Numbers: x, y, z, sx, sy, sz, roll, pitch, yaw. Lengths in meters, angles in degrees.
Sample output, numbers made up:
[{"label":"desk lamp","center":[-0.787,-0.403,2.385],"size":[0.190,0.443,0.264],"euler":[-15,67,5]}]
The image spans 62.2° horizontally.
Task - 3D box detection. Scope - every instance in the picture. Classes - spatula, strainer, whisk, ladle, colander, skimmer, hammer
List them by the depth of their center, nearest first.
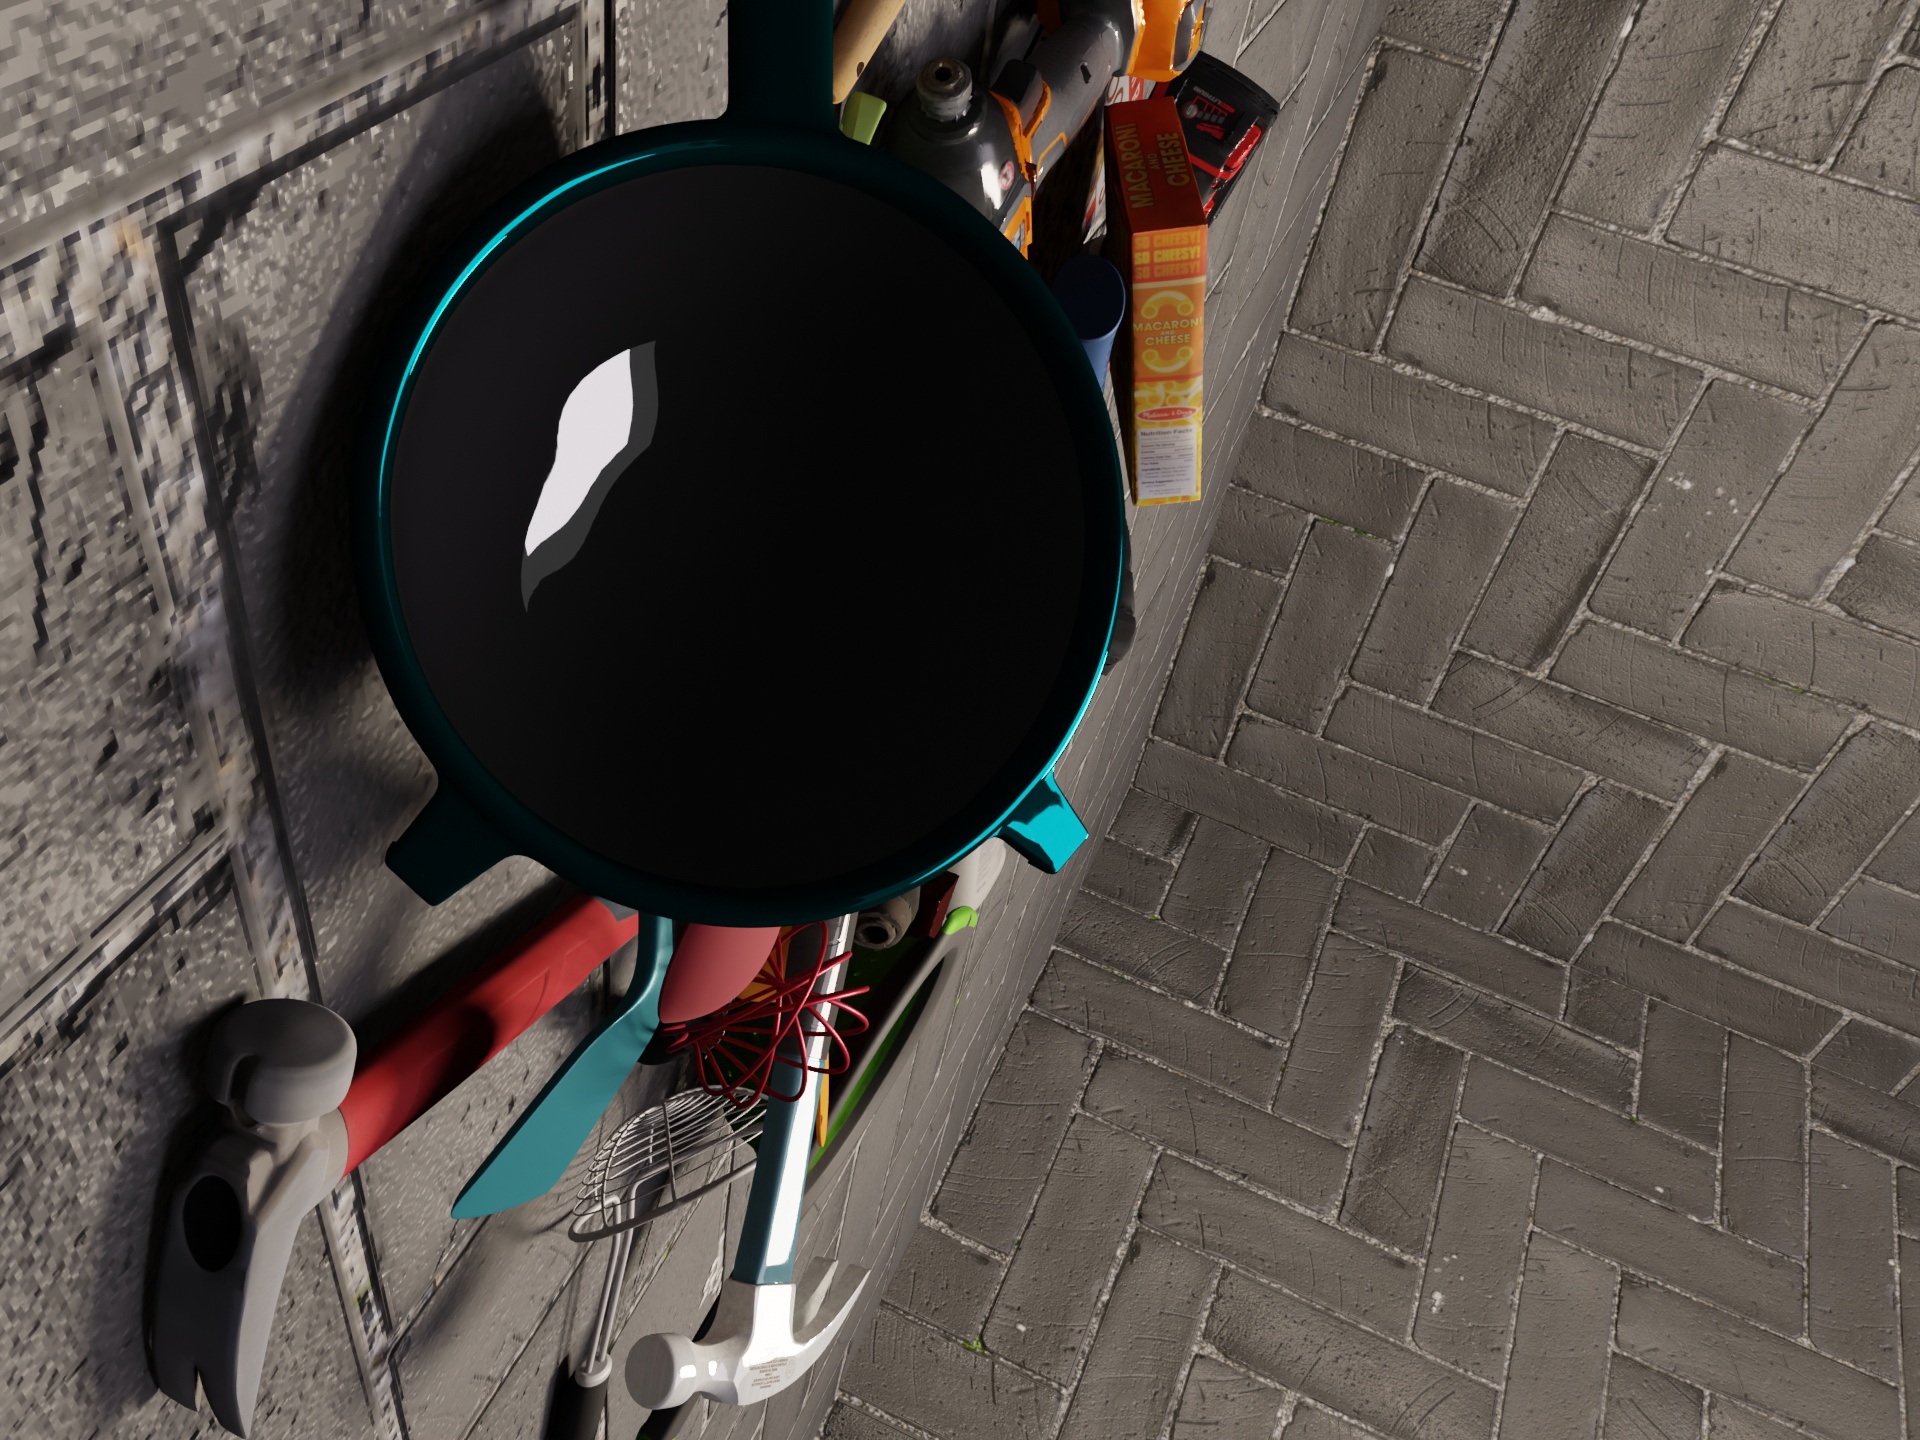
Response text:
[{"label":"strainer","center":[-0.064,-0.116,0.453],"size":[0.095,0.211,0.340],"euler":[-173,-97,-66]},{"label":"spatula","center":[-0.112,0.012,0.554],"size":[0.082,0.044,0.317],"euler":[47,51,-76]},{"label":"strainer","center":[-0.039,-0.102,0.594],"size":[0.151,0.069,0.256],"euler":[-178,-80,-74]},{"label":"ladle","center":[-0.085,0.036,0.605],"size":[0.315,0.031,0.069],"euler":[-117,-129,-76]},{"label":"hammer","center":[-0.155,0.100,0.619],"size":[0.386,0.038,0.143],"euler":[-43,154,-67]},{"label":"whisk","center":[-0.103,0.123,0.654],"size":[0.073,0.073,0.296],"euler":[-64,-167,-21]},{"label":"hammer","center":[-0.073,0.144,0.747],"size":[0.128,0.033,0.331],"euler":[28,68,-54]},{"label":"skimmer","center":[-0.172,0.334,0.862],"size":[0.127,0.090,0.363],"euler":[-22,138,-48]},{"label":"hammer","center":[0.066,-0.145,0.912],"size":[0.405,0.035,0.144],"euler":[77,18,-79]},{"label":"colander","center":[-0.129,0.265,0.961],"size":[0.397,0.094,0.204],"euler":[-60,170,-1]}]

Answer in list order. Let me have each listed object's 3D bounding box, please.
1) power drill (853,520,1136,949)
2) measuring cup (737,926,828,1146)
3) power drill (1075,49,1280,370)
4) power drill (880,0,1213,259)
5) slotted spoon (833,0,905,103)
[{"label":"power drill","center":[-0.001,-0.003,0.841],"size":[0.226,0.080,0.188],"euler":[-52,-158,37]},{"label":"measuring cup","center":[-0.097,0.142,0.829],"size":[0.095,0.052,0.173],"euler":[-64,154,-75]},{"label":"power drill","center":[0.109,-0.303,0.979],"size":[0.220,0.078,0.143],"euler":[-60,-178,-25]},{"label":"power drill","center":[0.036,-0.285,0.692],"size":[0.226,0.084,0.164],"euler":[-61,169,-14]},{"label":"slotted spoon","center":[0.019,-0.360,0.593],"size":[0.314,0.031,0.070],"euler":[-64,169,-11]}]
